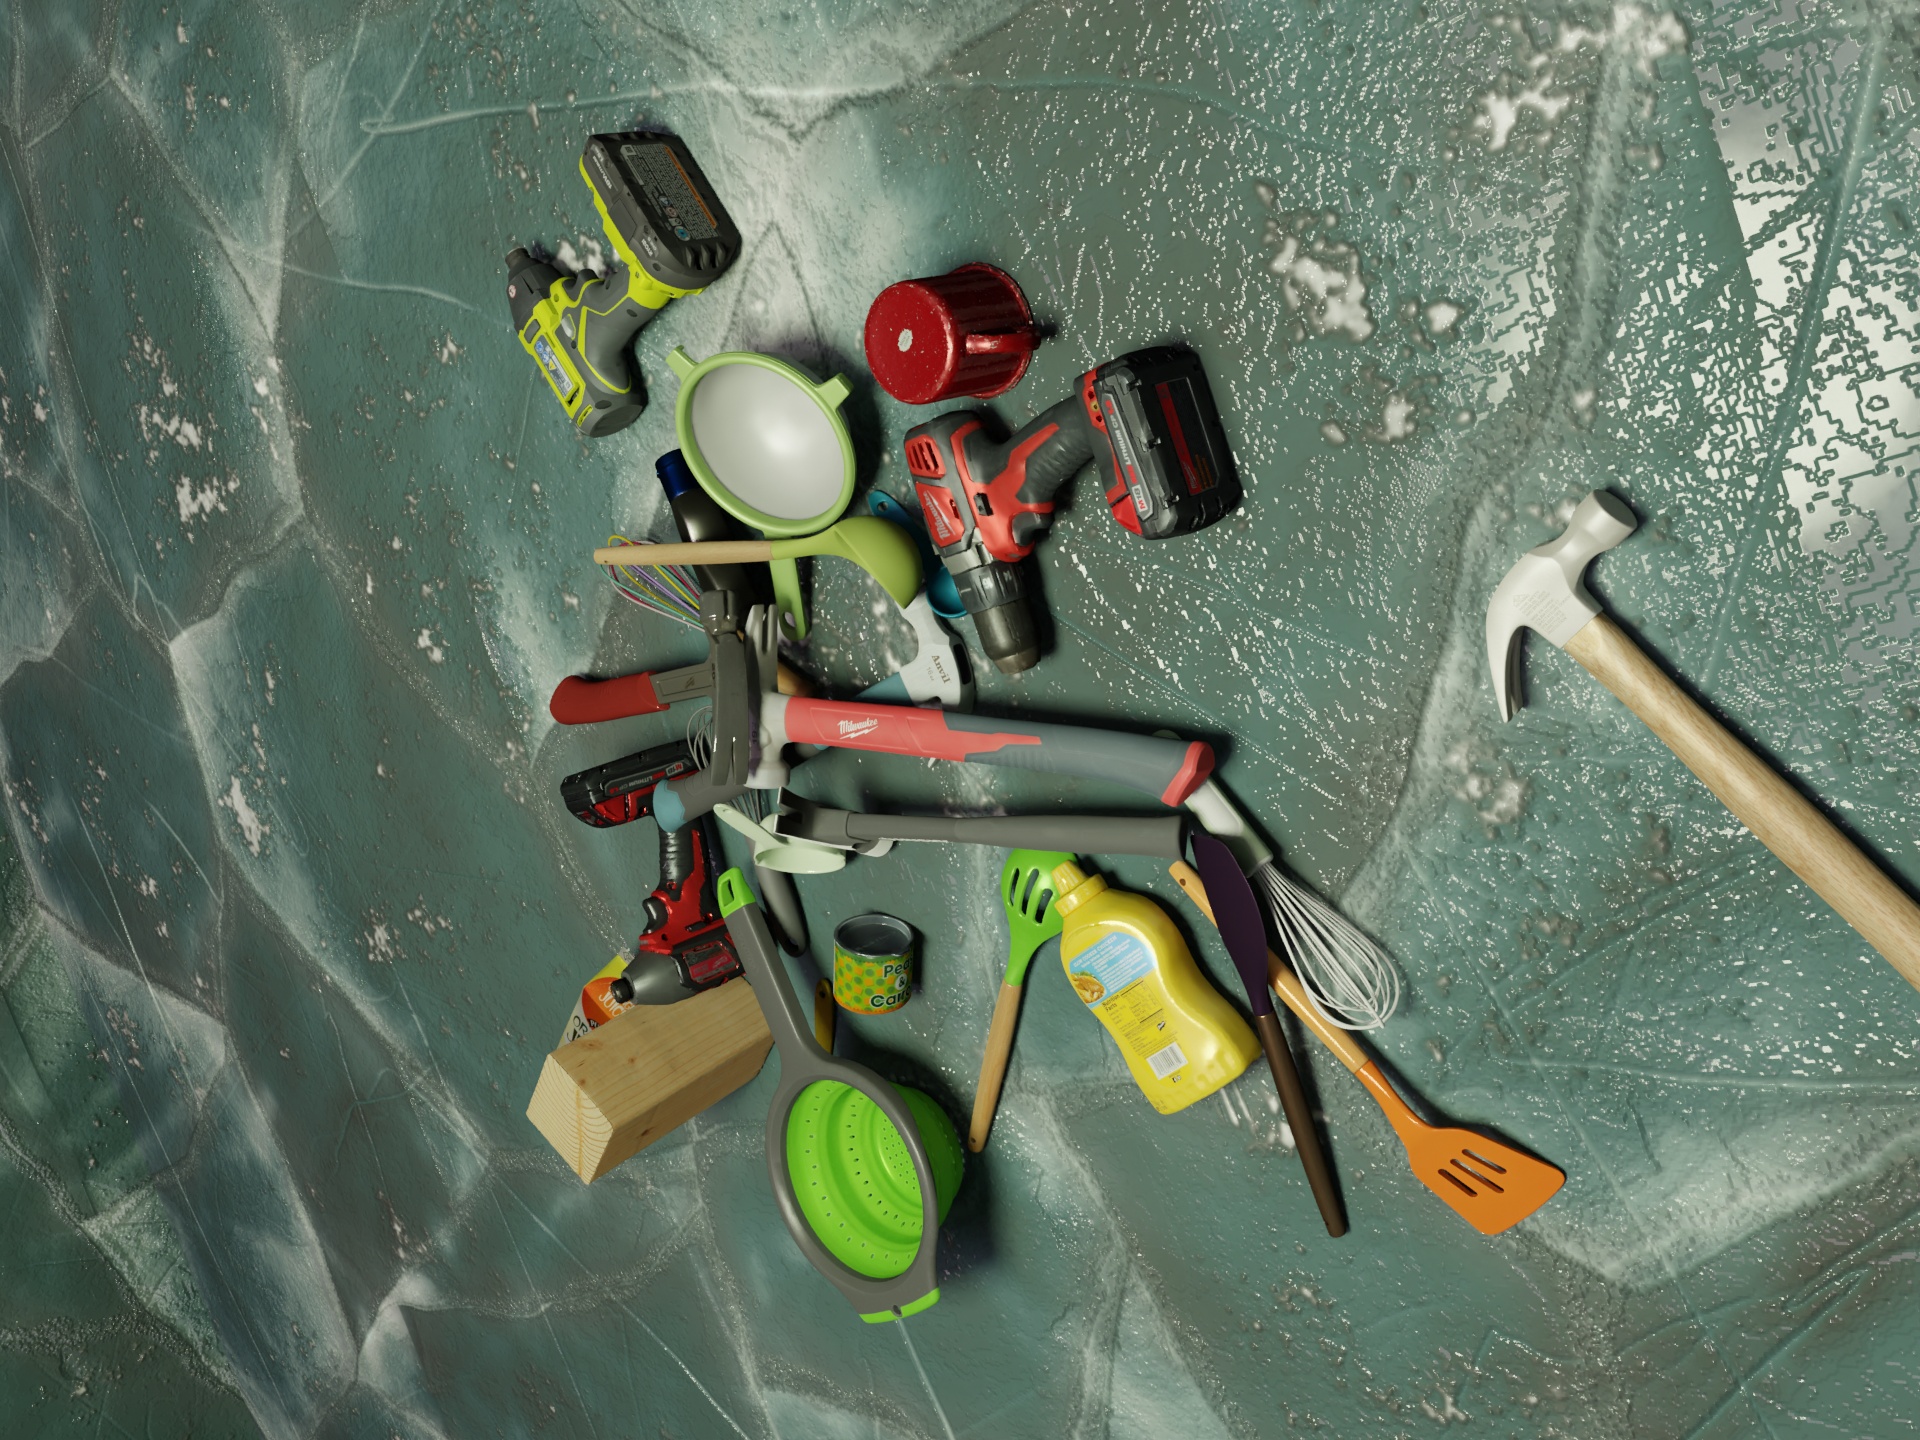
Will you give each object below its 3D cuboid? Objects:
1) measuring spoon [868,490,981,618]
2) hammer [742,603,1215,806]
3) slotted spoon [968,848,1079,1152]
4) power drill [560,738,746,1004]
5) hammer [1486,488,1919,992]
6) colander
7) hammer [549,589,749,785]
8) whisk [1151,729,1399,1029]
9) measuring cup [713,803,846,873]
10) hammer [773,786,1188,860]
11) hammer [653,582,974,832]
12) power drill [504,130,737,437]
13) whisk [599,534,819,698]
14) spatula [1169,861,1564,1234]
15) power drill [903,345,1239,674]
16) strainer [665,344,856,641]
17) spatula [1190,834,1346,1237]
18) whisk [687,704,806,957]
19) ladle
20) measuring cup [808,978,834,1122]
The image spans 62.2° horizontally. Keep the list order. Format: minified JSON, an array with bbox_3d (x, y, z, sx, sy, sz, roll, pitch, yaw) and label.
[{"bbox_3d":[-0.028,-0.124,1.186,0.042,0.021,0.129,-39,67,0],"label":"measuring spoon"},{"bbox_3d":[-0.002,-0.004,1.143,0.386,0.038,0.143,6,98,32],"label":"hammer"},{"bbox_3d":[0.039,0.227,1.259,0.070,0.031,0.313,30,125,30],"label":"slotted spoon"},{"bbox_3d":[-0.265,0.138,1.396,0.078,0.143,0.219,-12,97,59],"label":"power drill"},{"bbox_3d":[0.422,0.033,0.866,0.331,0.031,0.130,48,130,14],"label":"hammer"},{"bbox_3d":[-0.099,0.303,1.363,0.204,0.094,0.397,-34,75,41],"label":"colander"},{"bbox_3d":[-0.270,-0.013,1.347,0.359,0.036,0.149,-7,84,56],"label":"hammer"},{"bbox_3d":[0.204,0.104,1.064,0.058,0.059,0.246,-38,74,3],"label":"whisk"},{"bbox_3d":[-0.150,0.083,1.282,0.083,0.167,0.038,-7,65,23],"label":"measuring cup"},{"bbox_3d":[0.015,0.079,1.157,0.335,0.146,0.035,-1,78,36],"label":"hammer"},{"bbox_3d":[-0.126,0.015,1.270,0.331,0.033,0.128,-26,90,31],"label":"hammer"},{"bbox_3d":[-0.285,-0.356,1.270,0.223,0.080,0.171,-37,82,45],"label":"power drill"},{"bbox_3d":[-0.214,-0.085,1.338,0.245,0.051,0.047,36,120,20],"label":"whisk"},{"bbox_3d":[0.259,0.212,1.077,0.323,0.041,0.081,48,130,20],"label":"spatula"},{"bbox_3d":[0.069,-0.137,1.064,0.227,0.080,0.188,-13,98,44],"label":"power drill"},{"bbox_3d":[-0.131,-0.179,1.229,0.151,0.069,0.256,14,133,20],"label":"strainer"},{"bbox_3d":[0.217,0.221,1.090,0.060,0.018,0.315,12,124,63],"label":"spatula"},{"bbox_3d":[-0.180,0.098,1.377,0.055,0.055,0.239,-7,106,41],"label":"whisk"},{"bbox_3d":[-0.165,-0.119,1.212,0.320,0.062,0.078,2,150,32],"label":"ladle"},{"bbox_3d":[-0.131,0.302,1.423,0.062,0.029,0.156,20,120,32],"label":"measuring cup"}]
